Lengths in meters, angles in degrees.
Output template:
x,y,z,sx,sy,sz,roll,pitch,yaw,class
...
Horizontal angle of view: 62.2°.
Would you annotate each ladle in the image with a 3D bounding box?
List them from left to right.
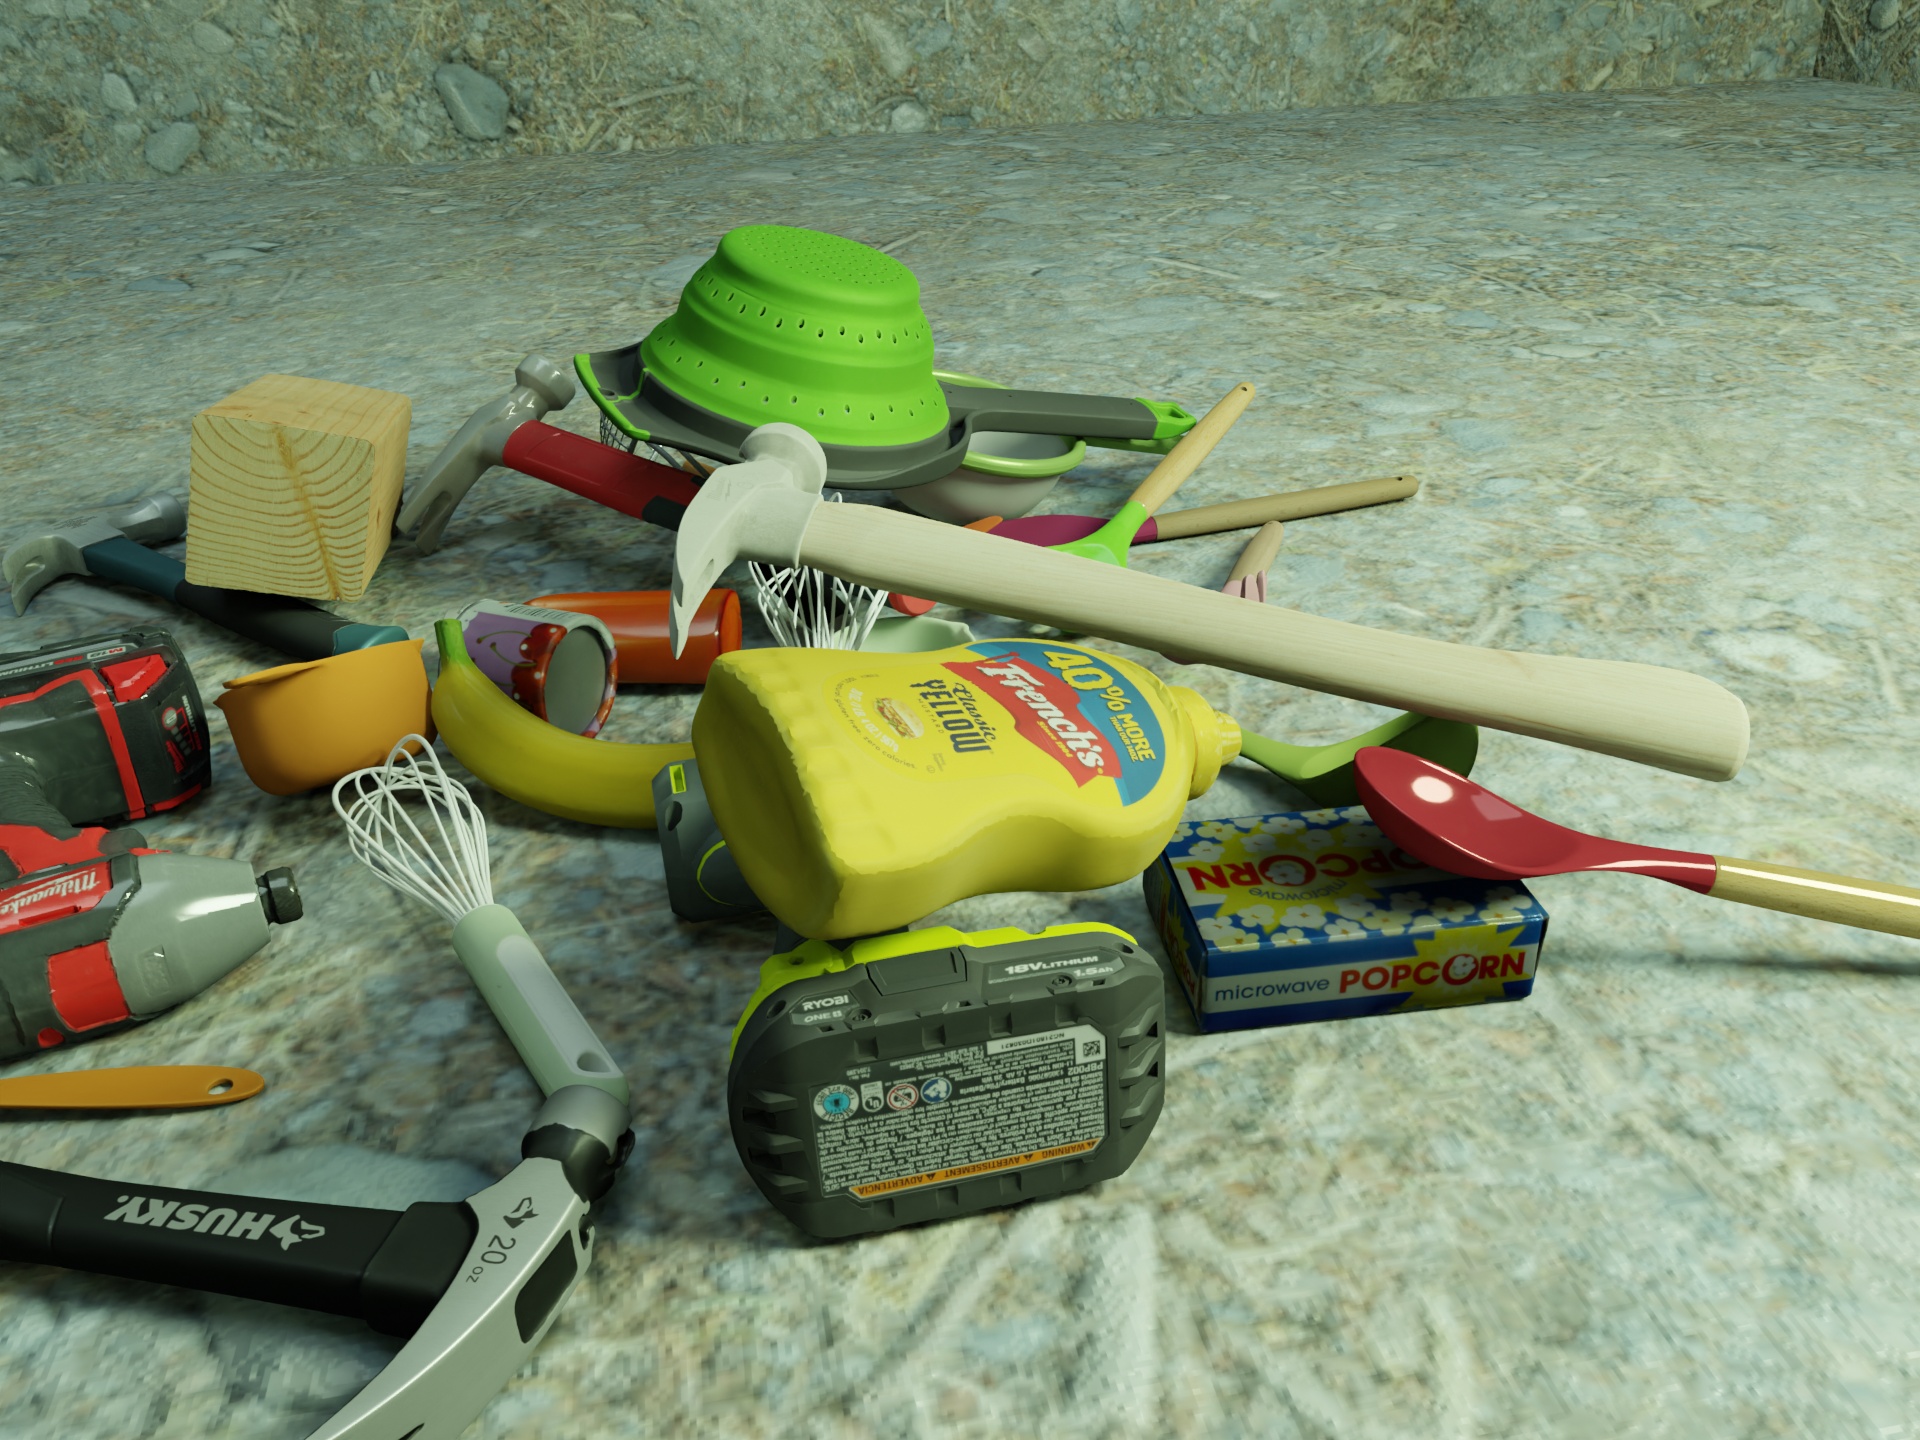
x,y,z,sx,sy,sz,roll,pitch,yaw,class
0.085,-0.016,0.745,0.320,0.062,0.078,17,31,37,ladle
0.292,0.058,0.569,0.315,0.031,0.069,11,27,1,ladle

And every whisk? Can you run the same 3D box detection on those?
x,y,z,sx,sy,sz,roll,pitch,yaw,class
-0.183,0.075,0.604,0.057,0.059,0.247,11,19,-42,whisk
-0.055,-0.025,0.635,0.070,0.070,0.285,-4,28,-4,whisk

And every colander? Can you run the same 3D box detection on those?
x,y,z,sx,sy,sz,roll,pitch,yaw,class
-0.015,-0.216,0.918,0.397,0.094,0.205,-3,35,-31,colander

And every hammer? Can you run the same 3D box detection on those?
x,y,z,sx,sy,sz,roll,pitch,yaw,class
-0.279,0.152,0.475,0.335,0.035,0.146,4,28,11,hammer
-0.428,-0.073,0.910,0.331,0.033,0.128,18,33,32,hammer
-0.170,-0.113,0.894,0.387,0.038,0.143,23,71,37,hammer
0.095,-0.031,0.611,0.410,0.038,0.146,13,33,3,hammer

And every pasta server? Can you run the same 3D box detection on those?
x,y,z,sx,sy,sz,roll,pitch,yaw,class
0.144,-0.078,0.820,0.060,0.040,0.316,-11,13,20,pasta server

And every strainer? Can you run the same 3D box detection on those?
x,y,z,sx,sy,sz,roll,pitch,yaw,class
0.045,-0.164,1.030,0.256,0.069,0.152,1,33,-29,strainer

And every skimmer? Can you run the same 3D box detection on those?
x,y,z,sx,sy,sz,roll,pitch,yaw,class
-0.131,-0.138,0.976,0.090,0.127,0.364,11,26,-43,skimmer

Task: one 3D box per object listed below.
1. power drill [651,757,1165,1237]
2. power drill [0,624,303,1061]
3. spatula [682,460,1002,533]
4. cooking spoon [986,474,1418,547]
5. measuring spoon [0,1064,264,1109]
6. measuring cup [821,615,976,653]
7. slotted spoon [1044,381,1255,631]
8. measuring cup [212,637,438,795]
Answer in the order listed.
x,y,z,sx,sy,sz,roll,pitch,yaw,class
-0.008,0.067,0.573,0.190,0.080,0.229,-9,26,-10,power drill
-0.352,0.046,0.640,0.143,0.078,0.220,-15,34,-23,power drill
-0.094,-0.128,0.983,0.081,0.041,0.323,-36,38,-22,spatula
0.141,-0.121,0.977,0.319,0.017,0.069,-11,33,-16,cooking spoon
-0.299,0.130,0.547,0.117,0.011,0.021,-1,27,-6,measuring spoon
-0.001,-0.002,0.745,0.083,0.038,0.168,-22,36,-33,measuring cup
0.116,-0.134,0.948,0.070,0.031,0.314,29,45,12,slotted spoon
-0.274,0.002,0.675,0.095,0.052,0.173,-18,5,-8,measuring cup
